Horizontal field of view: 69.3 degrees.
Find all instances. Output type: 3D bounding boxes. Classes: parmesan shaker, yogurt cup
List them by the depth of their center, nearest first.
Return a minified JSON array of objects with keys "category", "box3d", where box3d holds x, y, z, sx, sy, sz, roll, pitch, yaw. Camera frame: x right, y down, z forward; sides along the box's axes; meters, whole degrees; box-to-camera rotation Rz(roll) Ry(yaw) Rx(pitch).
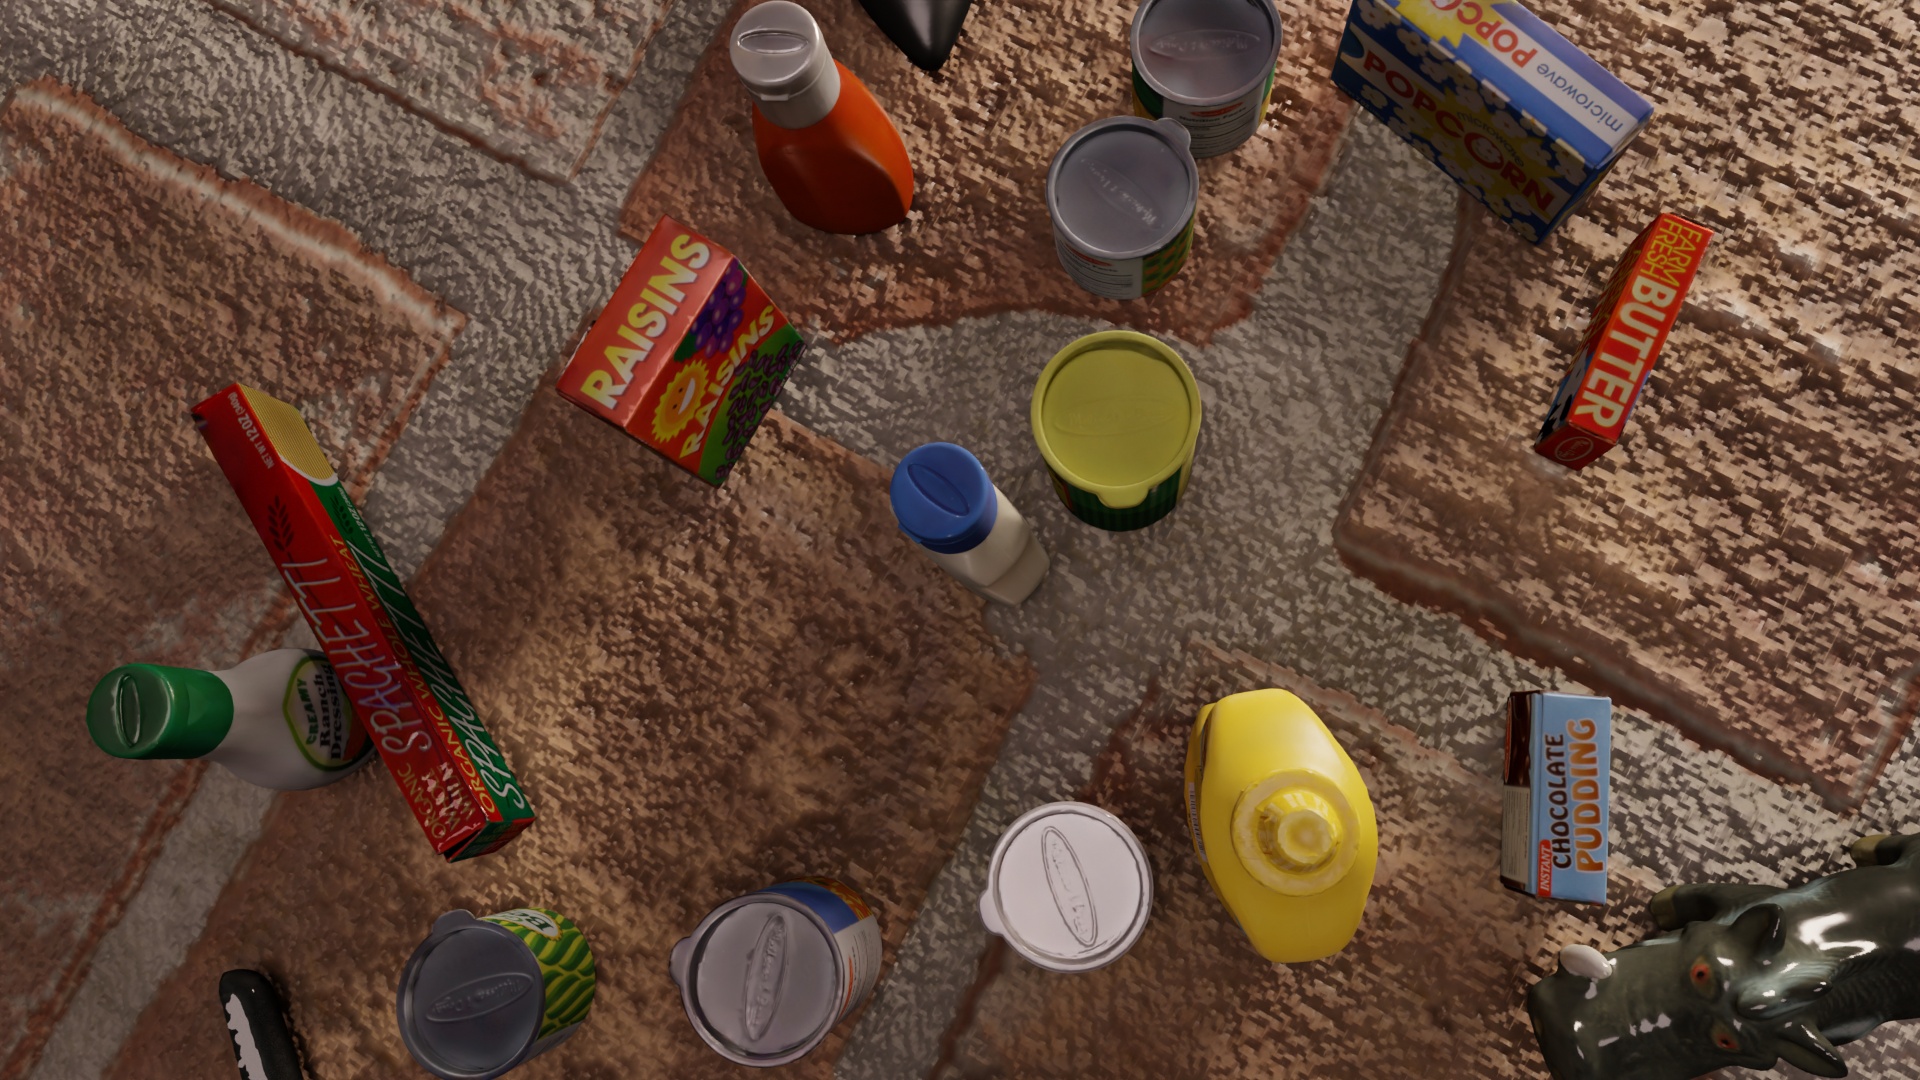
[{"category":"yogurt cup","box3d":[0.047,0.144,0.587,0.072,0.054,0.072,-1,81,7]},{"category":"parmesan shaker","box3d":[0.067,-0.040,0.590,0.071,0.103,0.071,-1,81,7]}]

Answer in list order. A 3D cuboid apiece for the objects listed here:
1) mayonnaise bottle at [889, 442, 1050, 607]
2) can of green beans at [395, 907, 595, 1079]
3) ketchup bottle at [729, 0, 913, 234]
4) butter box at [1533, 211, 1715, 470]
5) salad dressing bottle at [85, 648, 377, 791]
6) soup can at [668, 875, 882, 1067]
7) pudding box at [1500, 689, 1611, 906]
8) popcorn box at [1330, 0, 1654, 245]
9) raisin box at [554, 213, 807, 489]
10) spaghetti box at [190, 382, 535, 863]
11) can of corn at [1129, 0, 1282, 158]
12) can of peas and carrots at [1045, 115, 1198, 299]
[{"category":"mayonnaise bottle","box3d":[0.002,-0.007,0.570,0.065,0.148,0.041,39,88,11]},{"category":"can of green beans","box3d":[-0.201,0.197,0.608,0.071,0.058,0.071,-1,81,7]},{"category":"ketchup bottle","box3d":[-0.062,-0.180,0.606,0.065,0.148,0.043,3,82,8]},{"category":"butter box","box3d":[0.283,-0.084,0.595,0.024,0.053,0.103,26,85,10]},{"category":"salad dressing bottle","box3d":[-0.305,0.076,0.595,0.044,0.147,0.064,-11,80,6]},{"category":"soup can","box3d":[-0.075,0.176,0.582,0.071,0.083,0.071,-1,81,7]},{"category":"pudding box","box3d":[0.244,0.104,0.571,0.030,0.049,0.084,4,81,8]},{"category":"popcorn box","box3d":[0.226,-0.194,0.604,0.127,0.085,0.038,44,89,11]},{"category":"raisin box","box3d":[-0.118,-0.078,0.609,0.040,0.123,0.086,31,86,11]},{"category":"spaghetti box","box3d":[-0.279,0.036,0.648,0.029,0.050,0.250,-35,78,1]},{"category":"can of corn","box3d":[0.111,-0.220,0.637,0.071,0.058,0.071,-1,81,7]},{"category":"can of peas and carrots","box3d":[0.075,-0.151,0.630,0.071,0.058,0.071,-1,81,7]}]
